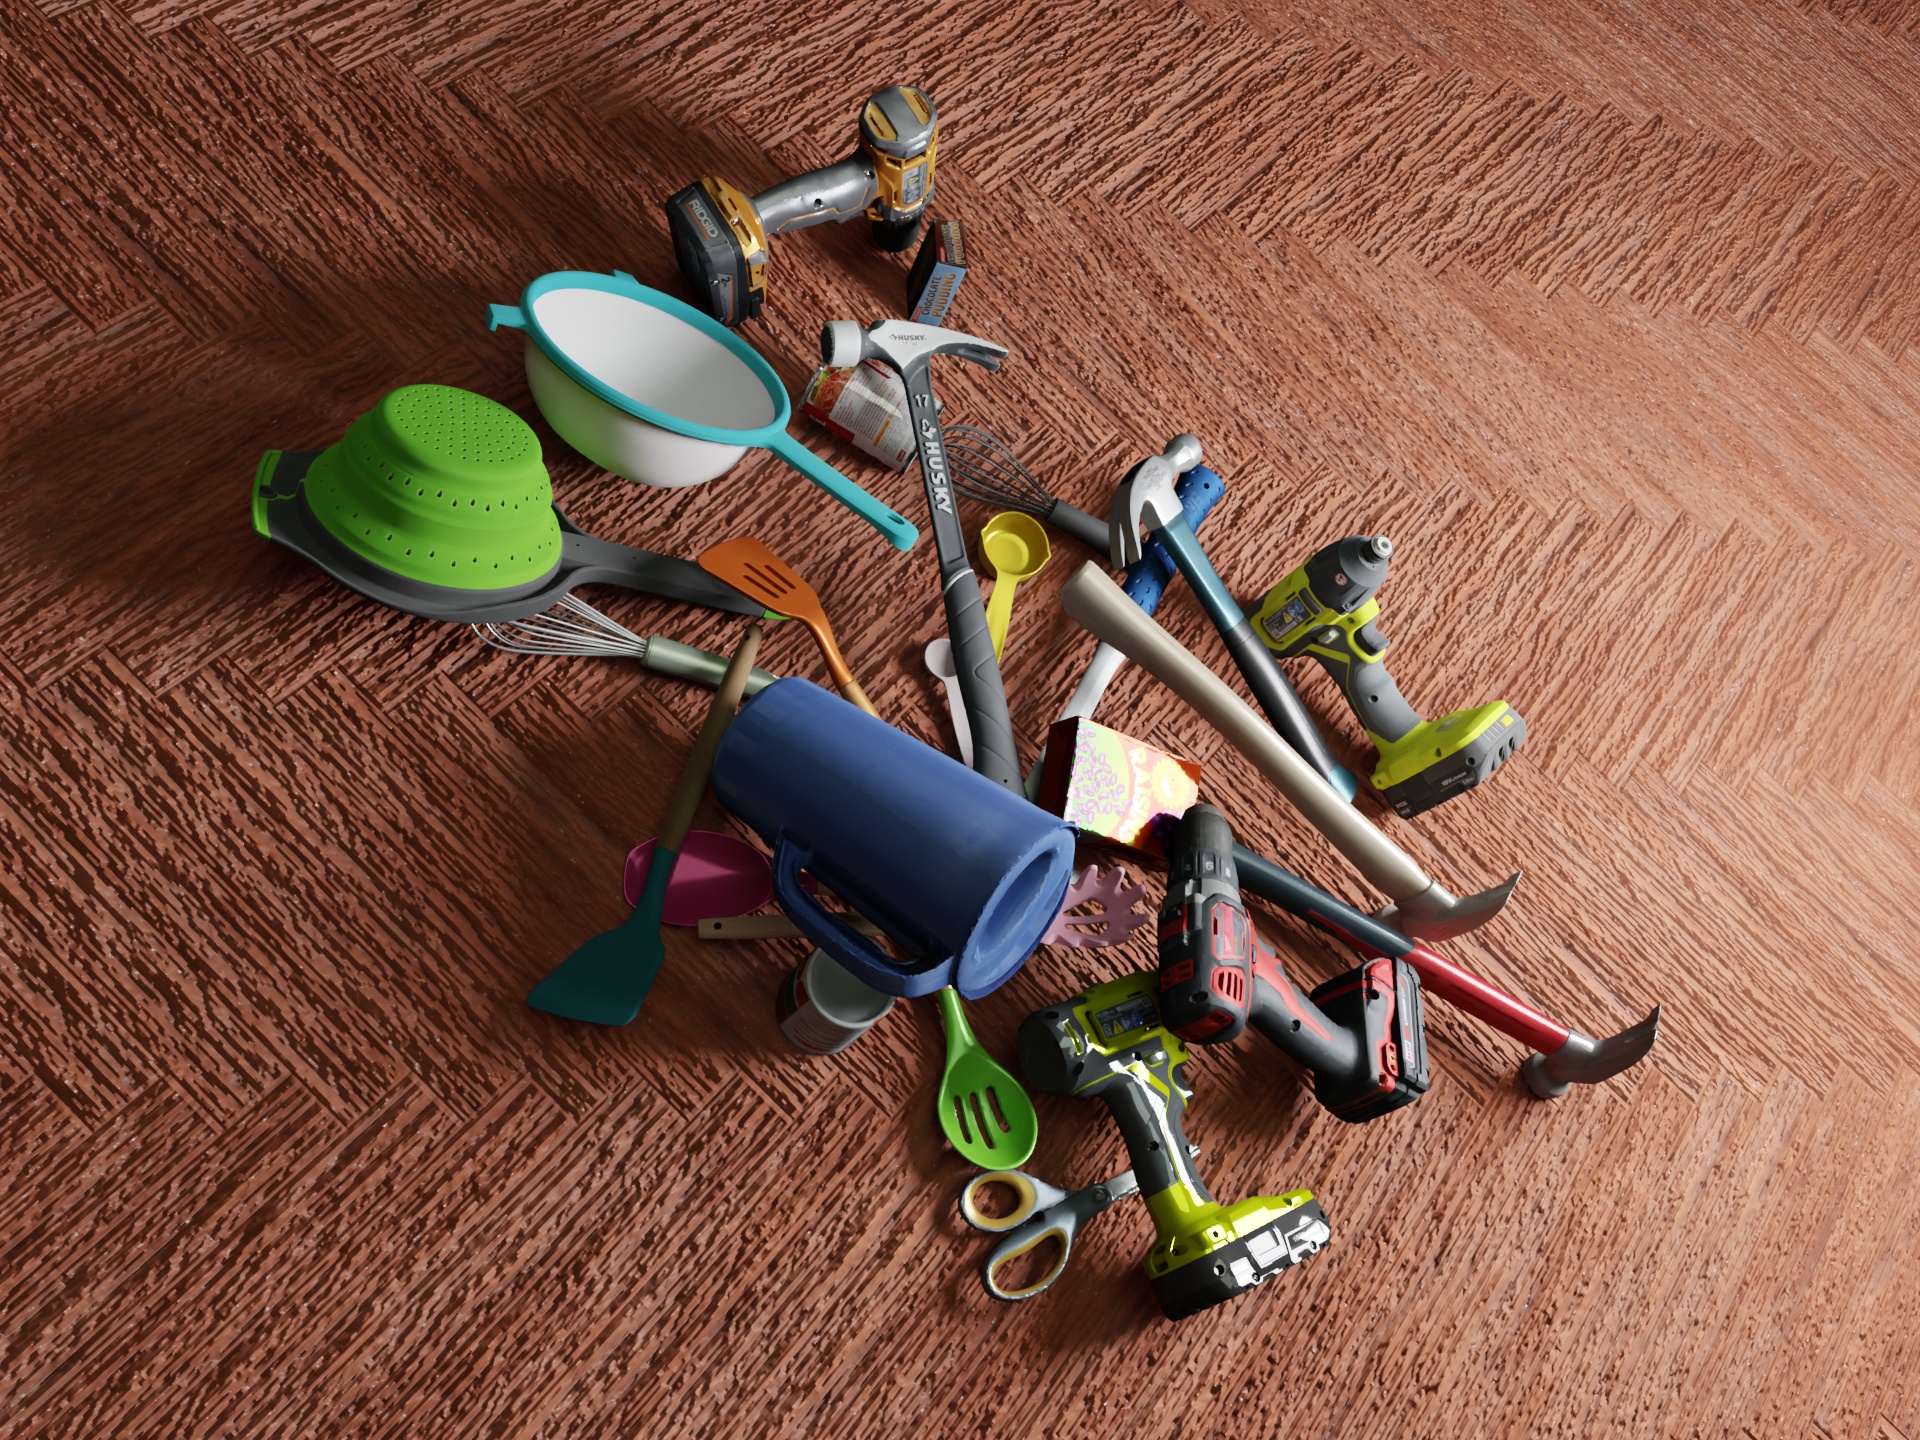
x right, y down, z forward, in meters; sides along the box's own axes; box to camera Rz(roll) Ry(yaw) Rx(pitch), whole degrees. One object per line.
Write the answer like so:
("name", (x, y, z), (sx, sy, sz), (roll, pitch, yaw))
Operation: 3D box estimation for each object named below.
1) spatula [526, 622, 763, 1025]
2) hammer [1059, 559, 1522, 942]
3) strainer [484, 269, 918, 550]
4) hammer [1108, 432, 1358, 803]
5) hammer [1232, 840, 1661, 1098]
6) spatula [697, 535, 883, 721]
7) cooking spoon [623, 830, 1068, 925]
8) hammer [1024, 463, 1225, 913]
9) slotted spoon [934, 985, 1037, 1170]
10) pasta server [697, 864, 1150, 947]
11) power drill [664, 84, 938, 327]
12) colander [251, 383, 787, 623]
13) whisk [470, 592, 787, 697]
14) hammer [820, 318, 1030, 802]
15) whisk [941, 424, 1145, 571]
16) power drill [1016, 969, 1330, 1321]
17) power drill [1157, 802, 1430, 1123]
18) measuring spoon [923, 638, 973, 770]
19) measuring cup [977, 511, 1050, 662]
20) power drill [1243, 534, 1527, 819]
("spatula", (-0.198, 0.064, 1.102), (0.082, 0.044, 0.318), (7, 64, 24))
("hammer", (0.243, 0.022, 1.224), (0.410, 0.146, 0.038), (42, 57, -5))
("strainer", (-0.190, -0.205, 1.197), (0.340, 0.095, 0.211), (36, 30, 2))
("hammer", (0.230, -0.068, 1.300), (0.128, 0.033, 0.331), (-39, 100, -33))
("hammer", (0.341, 0.171, 1.232), (0.386, 0.143, 0.038), (29, 55, -1))
("spatula", (-0.078, -0.002, 1.177), (0.322, 0.041, 0.081), (58, 30, -5))
("cooking spoon", (-0.078, 0.119, 1.137), (0.318, 0.017, 0.069), (4, 69, -11))
("hammer", (0.112, -0.051, 1.274), (0.144, 0.035, 0.406), (33, 64, -7))
("slotted spoon", (-0.016, 0.172, 1.151), (0.070, 0.031, 0.314), (-8, 68, -24))
("pasta server", (-0.024, 0.139, 1.117), (0.316, 0.040, 0.060), (0, 64, -11))
("power drill", (-0.121, -0.413, 1.318), (0.226, 0.185, 0.084), (-30, 79, -10))
("colander", (-0.281, -0.150, 1.127), (0.396, 0.094, 0.205), (11, 36, -26))
("whisk", (-0.237, -0.053, 1.163), (0.246, 0.058, 0.059), (17, 96, -16))
("hammer", (-0.002, -0.125, 1.221), (0.149, 0.036, 0.409), (-5, 74, -22))
("whisk", (0.078, -0.179, 1.339), (0.239, 0.055, 0.055), (28, 60, -12))
("power drill", (0.162, 0.285, 1.129), (0.190, 0.080, 0.229), (-11, 66, -38))
("power drill", (0.234, 0.177, 1.164), (0.226, 0.080, 0.188), (31, 43, -24))
("measuring spoon", (-0.002, -0.004, 1.246), (0.034, 0.018, 0.124), (-11, 78, -25))
("measuring cup", (0.030, -0.095, 1.297), (0.062, 0.029, 0.157), (18, 73, -12))
("power drill", (0.349, -0.041, 1.306), (0.080, 0.171, 0.223), (-36, 86, -30))
